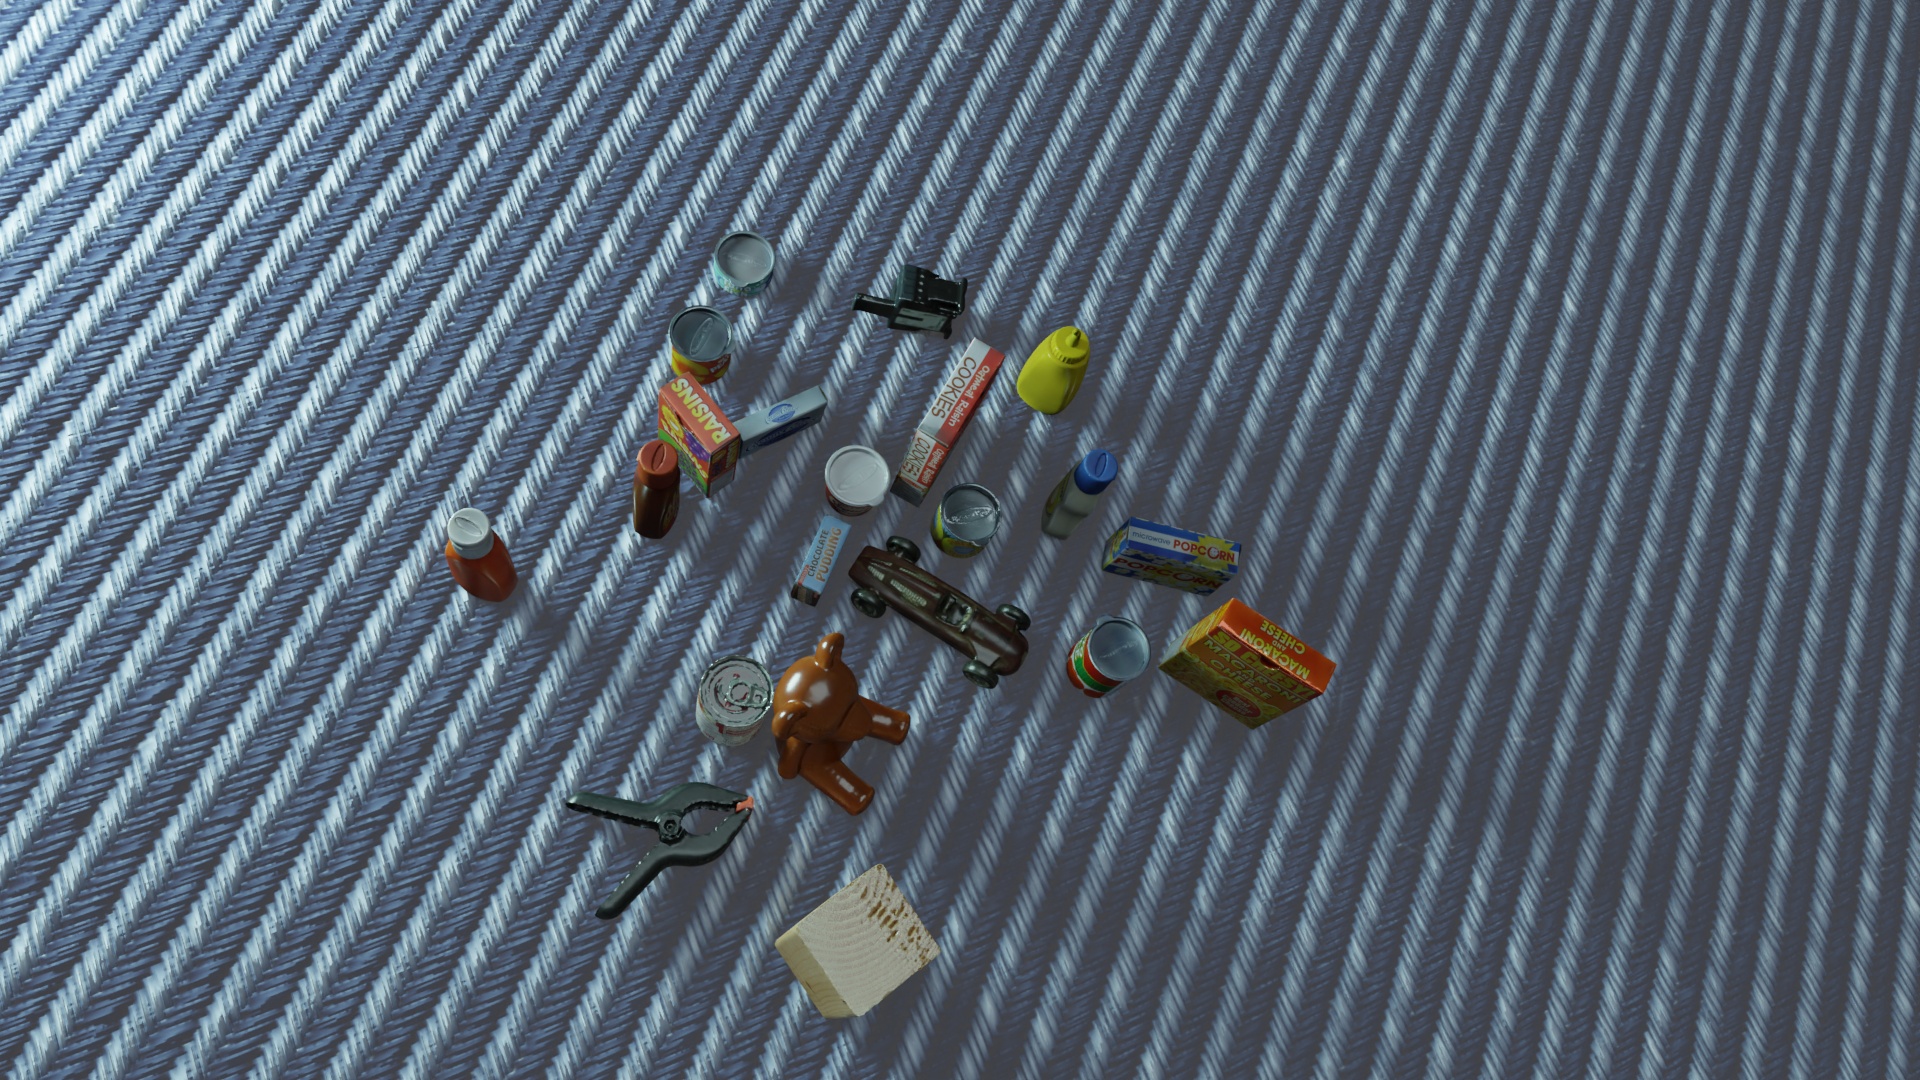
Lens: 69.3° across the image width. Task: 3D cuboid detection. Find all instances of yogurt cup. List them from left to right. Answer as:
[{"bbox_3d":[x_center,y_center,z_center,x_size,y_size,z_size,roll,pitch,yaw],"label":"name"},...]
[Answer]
[{"bbox_3d":[-0.110,-0.059,1.450,0.072,0.053,0.072,4,70,-12],"label":"yogurt cup"}]

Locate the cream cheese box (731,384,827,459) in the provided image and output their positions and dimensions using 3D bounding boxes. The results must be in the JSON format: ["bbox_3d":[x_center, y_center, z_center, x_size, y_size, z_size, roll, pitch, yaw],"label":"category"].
[{"bbox_3d":[-0.191,-0.124,1.455,0.104,0.053,0.024,-27,79,-20],"label":"cream cheese box"}]

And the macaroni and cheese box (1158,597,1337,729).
[{"bbox_3d":[0.288,0.129,1.413,0.124,0.165,0.040,33,67,0],"label":"macaroni and cheese box"}]

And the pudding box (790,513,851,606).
[{"bbox_3d":[-0.143,0.020,1.416,0.030,0.049,0.084,24,67,-4],"label":"pudding box"}]

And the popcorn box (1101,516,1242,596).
[{"bbox_3d":[0.224,0.018,1.483,0.127,0.085,0.038,14,68,-8],"label":"popcorn box"}]

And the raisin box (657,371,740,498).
[{"bbox_3d":[-0.264,-0.104,1.393,0.040,0.123,0.086,-36,82,-22],"label":"raisin box"}]

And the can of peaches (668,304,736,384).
[{"bbox_3d":[-0.272,-0.204,1.463,0.071,0.058,0.071,4,70,-12],"label":"can of peaches"}]

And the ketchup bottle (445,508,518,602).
[{"bbox_3d":[-0.450,0.013,1.293,0.065,0.148,0.044,30,67,-1],"label":"ketchup bottle"}]

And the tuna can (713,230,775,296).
[{"bbox_3d":[-0.237,-0.300,1.520,0.071,0.032,0.071,4,70,-12],"label":"tuna can"}]

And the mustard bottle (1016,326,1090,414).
[{"bbox_3d":[0.107,-0.190,1.491,0.065,0.159,0.049,33,67,0],"label":"mustard bottle"}]

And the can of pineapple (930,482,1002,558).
[{"bbox_3d":[0.005,-0.018,1.460,0.071,0.057,0.071,4,70,-12],"label":"can of pineapple"}]

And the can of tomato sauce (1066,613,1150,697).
[{"bbox_3d":[0.149,0.120,1.429,0.071,0.082,0.071,4,70,-12],"label":"can of tomato sauce"}]

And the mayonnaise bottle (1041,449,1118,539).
[{"bbox_3d":[0.125,-0.052,1.451,0.041,0.147,0.065,21,67,-5],"label":"mayonnaise bottle"}]

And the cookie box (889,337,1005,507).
[{"bbox_3d":[-0.015,-0.118,1.432,0.040,0.166,0.123,30,67,-1],"label":"cookie box"}]

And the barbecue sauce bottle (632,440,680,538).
[{"bbox_3d":[-0.296,-0.053,1.353,0.044,0.148,0.065,17,68,-7],"label":"barbecue sauce bottle"}]
